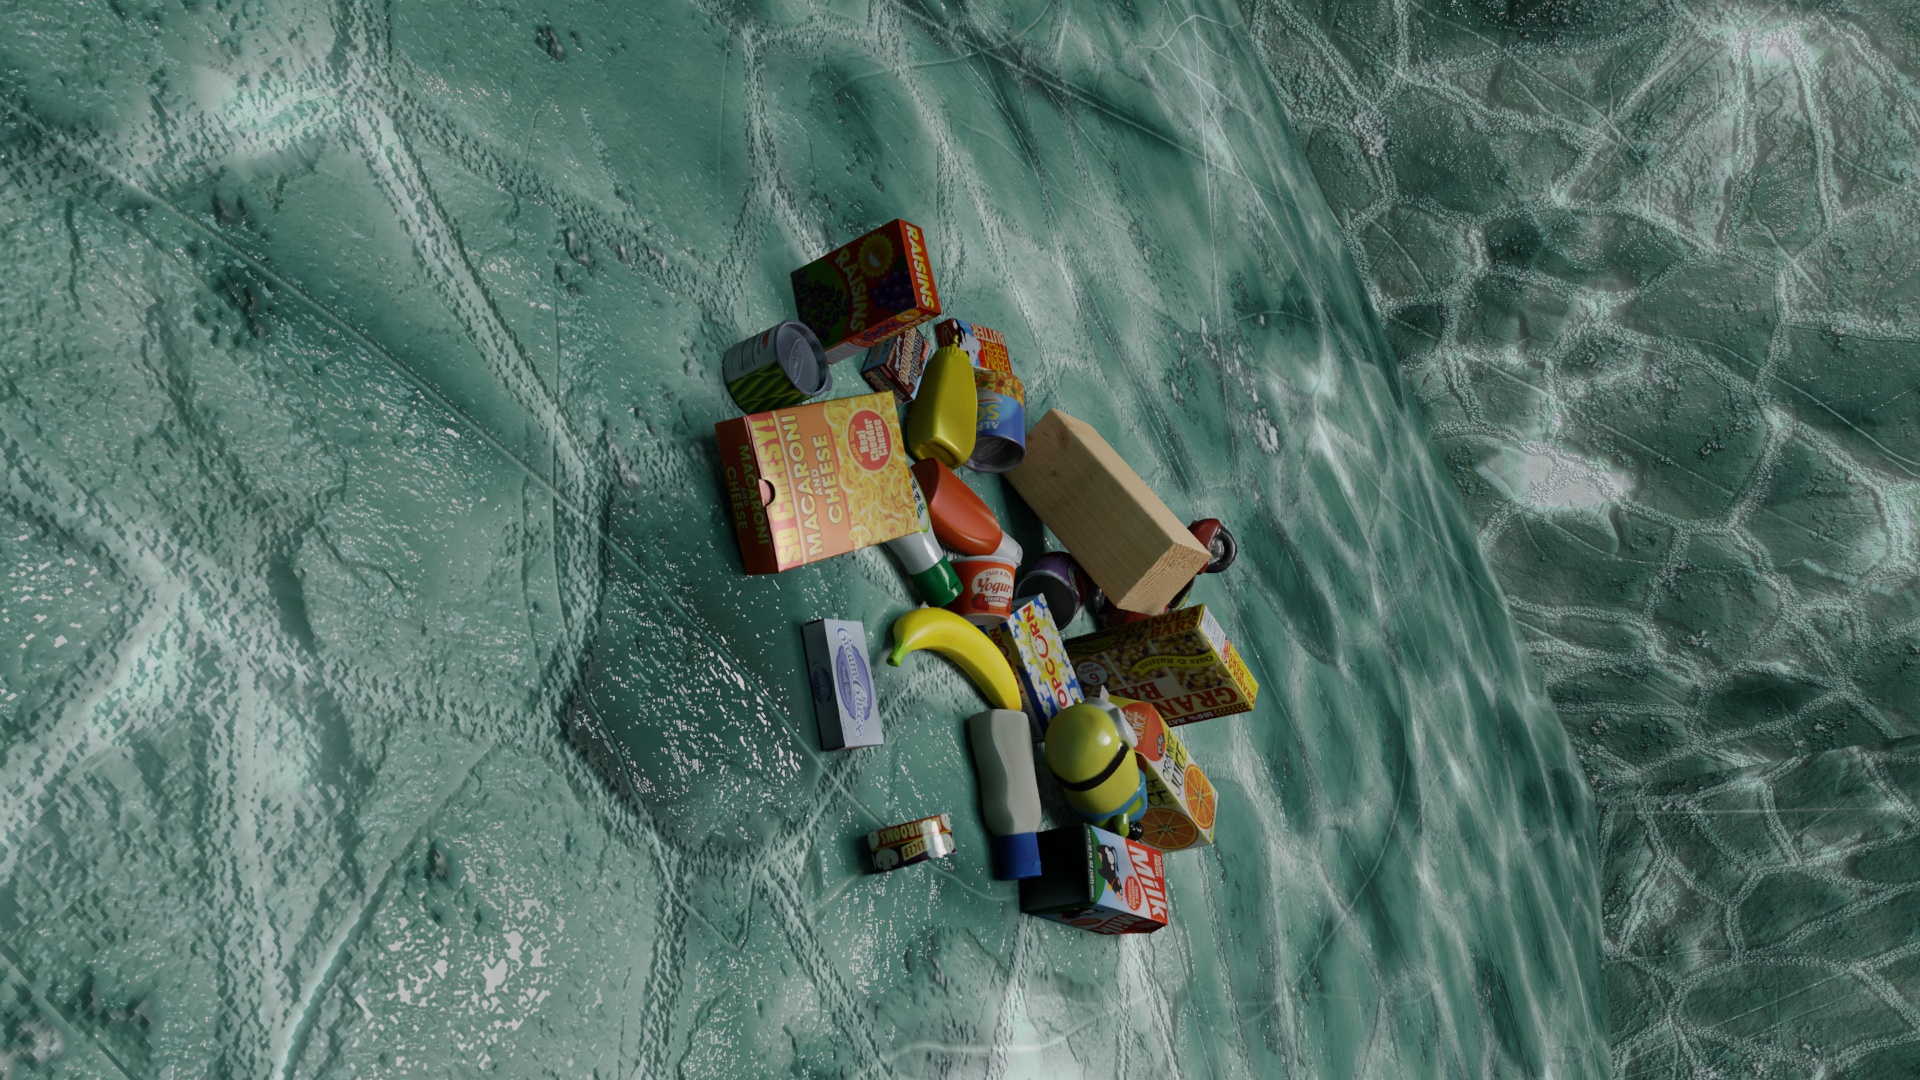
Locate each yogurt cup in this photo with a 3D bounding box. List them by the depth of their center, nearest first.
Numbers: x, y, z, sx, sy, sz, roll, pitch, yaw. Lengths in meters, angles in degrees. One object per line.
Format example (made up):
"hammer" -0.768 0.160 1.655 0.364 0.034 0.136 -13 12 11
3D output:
"yogurt cup" 0.018 0.048 1.287 0.072 0.072 0.054 20 65 -53

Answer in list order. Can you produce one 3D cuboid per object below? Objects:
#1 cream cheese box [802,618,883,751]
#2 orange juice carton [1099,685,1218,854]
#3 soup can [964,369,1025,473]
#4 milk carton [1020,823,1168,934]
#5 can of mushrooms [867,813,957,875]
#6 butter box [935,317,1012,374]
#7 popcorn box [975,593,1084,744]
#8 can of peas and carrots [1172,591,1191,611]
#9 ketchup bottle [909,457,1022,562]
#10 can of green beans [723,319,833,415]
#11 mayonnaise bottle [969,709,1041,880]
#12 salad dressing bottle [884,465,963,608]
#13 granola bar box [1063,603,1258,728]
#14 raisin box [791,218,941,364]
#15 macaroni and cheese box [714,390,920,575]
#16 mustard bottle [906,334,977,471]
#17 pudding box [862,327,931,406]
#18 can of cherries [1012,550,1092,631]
"cream cheese box" -0.093 0.115 1.107 0.053 0.024 0.104 10 65 -57
"orange juice carton" 0.189 0.237 1.441 0.192 0.073 0.072 52 35 -27
"soup can" 0.030 -0.121 1.399 0.071 0.071 0.084 35 45 -45
"milk carton" 0.137 0.324 1.307 0.190 0.073 0.072 30 49 -48
"can of mushrooms" -0.038 0.236 1.082 0.071 0.071 0.033 5 68 -57
"butter box" 0.015 -0.199 1.461 0.103 0.024 0.053 3 71 -57
"popcorn box" 0.070 0.124 1.348 0.085 0.038 0.126 -28 97 -58
"can of peas and carrots" 0.227 0.056 1.613 0.059 0.071 0.071 -4 77 -58
"ketchup bottle" 0.005 -0.017 1.320 0.148 0.043 0.065 39 43 -41
"can of green beans" -0.150 -0.139 1.130 0.071 0.057 0.071 35 45 -45
"mayonnaise bottle" 0.044 0.228 1.247 0.065 0.041 0.148 17 60 -52
"salad dressing bottle" -0.047 -0.010 1.232 0.064 0.044 0.147 -47 113 -45
"granola bar box" 0.203 0.138 1.429 0.124 0.165 0.039 54 37 -26
"raisin box" -0.083 -0.216 1.216 0.040 0.123 0.086 8 66 -56
"macaroni and cheese box" -0.110 -0.049 1.114 0.167 0.040 0.123 -17 97 -49
"mustard bottle" -0.014 -0.141 1.357 0.065 0.048 0.161 40 41 -34
"pudding box" -0.060 -0.171 1.319 0.049 0.030 0.084 51 36 -31
"can of cherries" 0.096 0.051 1.400 0.071 0.071 0.059 64 31 -11
